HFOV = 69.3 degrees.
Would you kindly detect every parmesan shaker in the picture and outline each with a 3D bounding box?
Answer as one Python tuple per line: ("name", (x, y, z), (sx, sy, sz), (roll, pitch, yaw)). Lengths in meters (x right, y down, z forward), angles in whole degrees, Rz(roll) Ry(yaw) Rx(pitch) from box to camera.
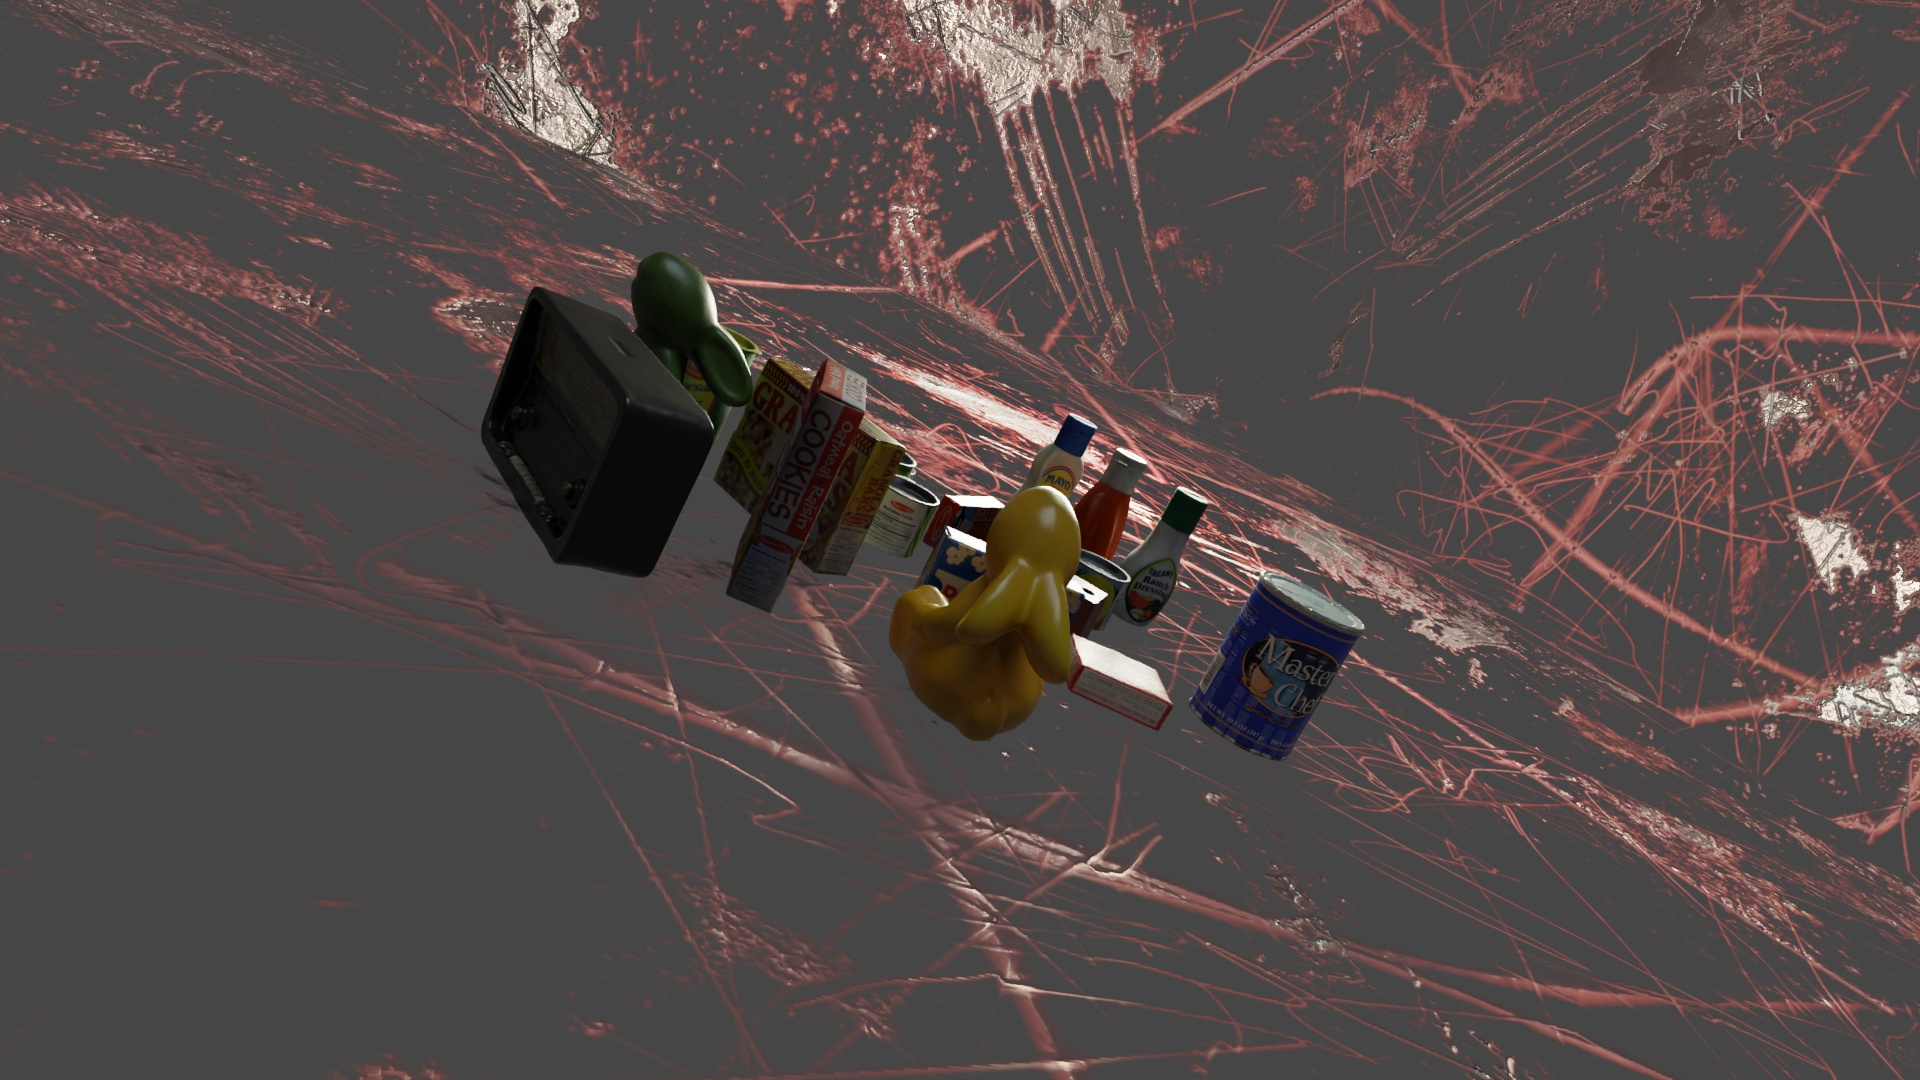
("parmesan shaker", (-0.241, -0.148, 1.320), (0.071, 0.102, 0.071), (25, 14, -7))

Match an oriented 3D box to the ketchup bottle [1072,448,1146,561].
("ketchup bottle", (0.148, -0.025, 1.478), (0.065, 0.148, 0.043), (32, 15, 21))

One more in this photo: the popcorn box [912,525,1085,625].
("popcorn box", (0.026, 0.052, 1.127), (0.127, 0.085, 0.038), (23, 15, -15))

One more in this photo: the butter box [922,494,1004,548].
("butter box", (0.005, -0.017, 1.394), (0.024, 0.053, 0.103), (33, 16, 24))

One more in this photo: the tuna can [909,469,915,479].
("tuna can", (-0.083, -0.071, 1.466), (0.071, 0.032, 0.071), (25, 15, -7))

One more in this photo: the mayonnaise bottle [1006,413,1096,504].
("mayonnaise bottle", (0.103, -0.069, 1.555), (0.065, 0.147, 0.041), (21, 15, -21))

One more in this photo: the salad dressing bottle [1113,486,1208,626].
("salad dressing bottle", (0.205, 0.016, 1.436), (0.064, 0.147, 0.044), (20, 16, -26))

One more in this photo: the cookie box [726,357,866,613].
("cookie box", (-0.122, -0.045, 1.041), (0.040, 0.167, 0.123), (24, 14, -11))

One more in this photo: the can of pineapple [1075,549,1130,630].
("can of pineapple", (0.124, 0.047, 1.367), (0.071, 0.057, 0.071), (25, 14, -7))

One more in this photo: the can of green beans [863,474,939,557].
("can of green beans", (-0.061, -0.024, 1.292), (0.071, 0.057, 0.071), (25, 14, -7))

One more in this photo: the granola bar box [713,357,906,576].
("granola bar box", (-0.132, -0.064, 1.177), (0.039, 0.124, 0.166), (11, 21, -48))

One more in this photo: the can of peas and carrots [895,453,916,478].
("can of peas and carrots", (-0.088, -0.066, 1.390), (0.071, 0.058, 0.071), (25, 14, -7))
